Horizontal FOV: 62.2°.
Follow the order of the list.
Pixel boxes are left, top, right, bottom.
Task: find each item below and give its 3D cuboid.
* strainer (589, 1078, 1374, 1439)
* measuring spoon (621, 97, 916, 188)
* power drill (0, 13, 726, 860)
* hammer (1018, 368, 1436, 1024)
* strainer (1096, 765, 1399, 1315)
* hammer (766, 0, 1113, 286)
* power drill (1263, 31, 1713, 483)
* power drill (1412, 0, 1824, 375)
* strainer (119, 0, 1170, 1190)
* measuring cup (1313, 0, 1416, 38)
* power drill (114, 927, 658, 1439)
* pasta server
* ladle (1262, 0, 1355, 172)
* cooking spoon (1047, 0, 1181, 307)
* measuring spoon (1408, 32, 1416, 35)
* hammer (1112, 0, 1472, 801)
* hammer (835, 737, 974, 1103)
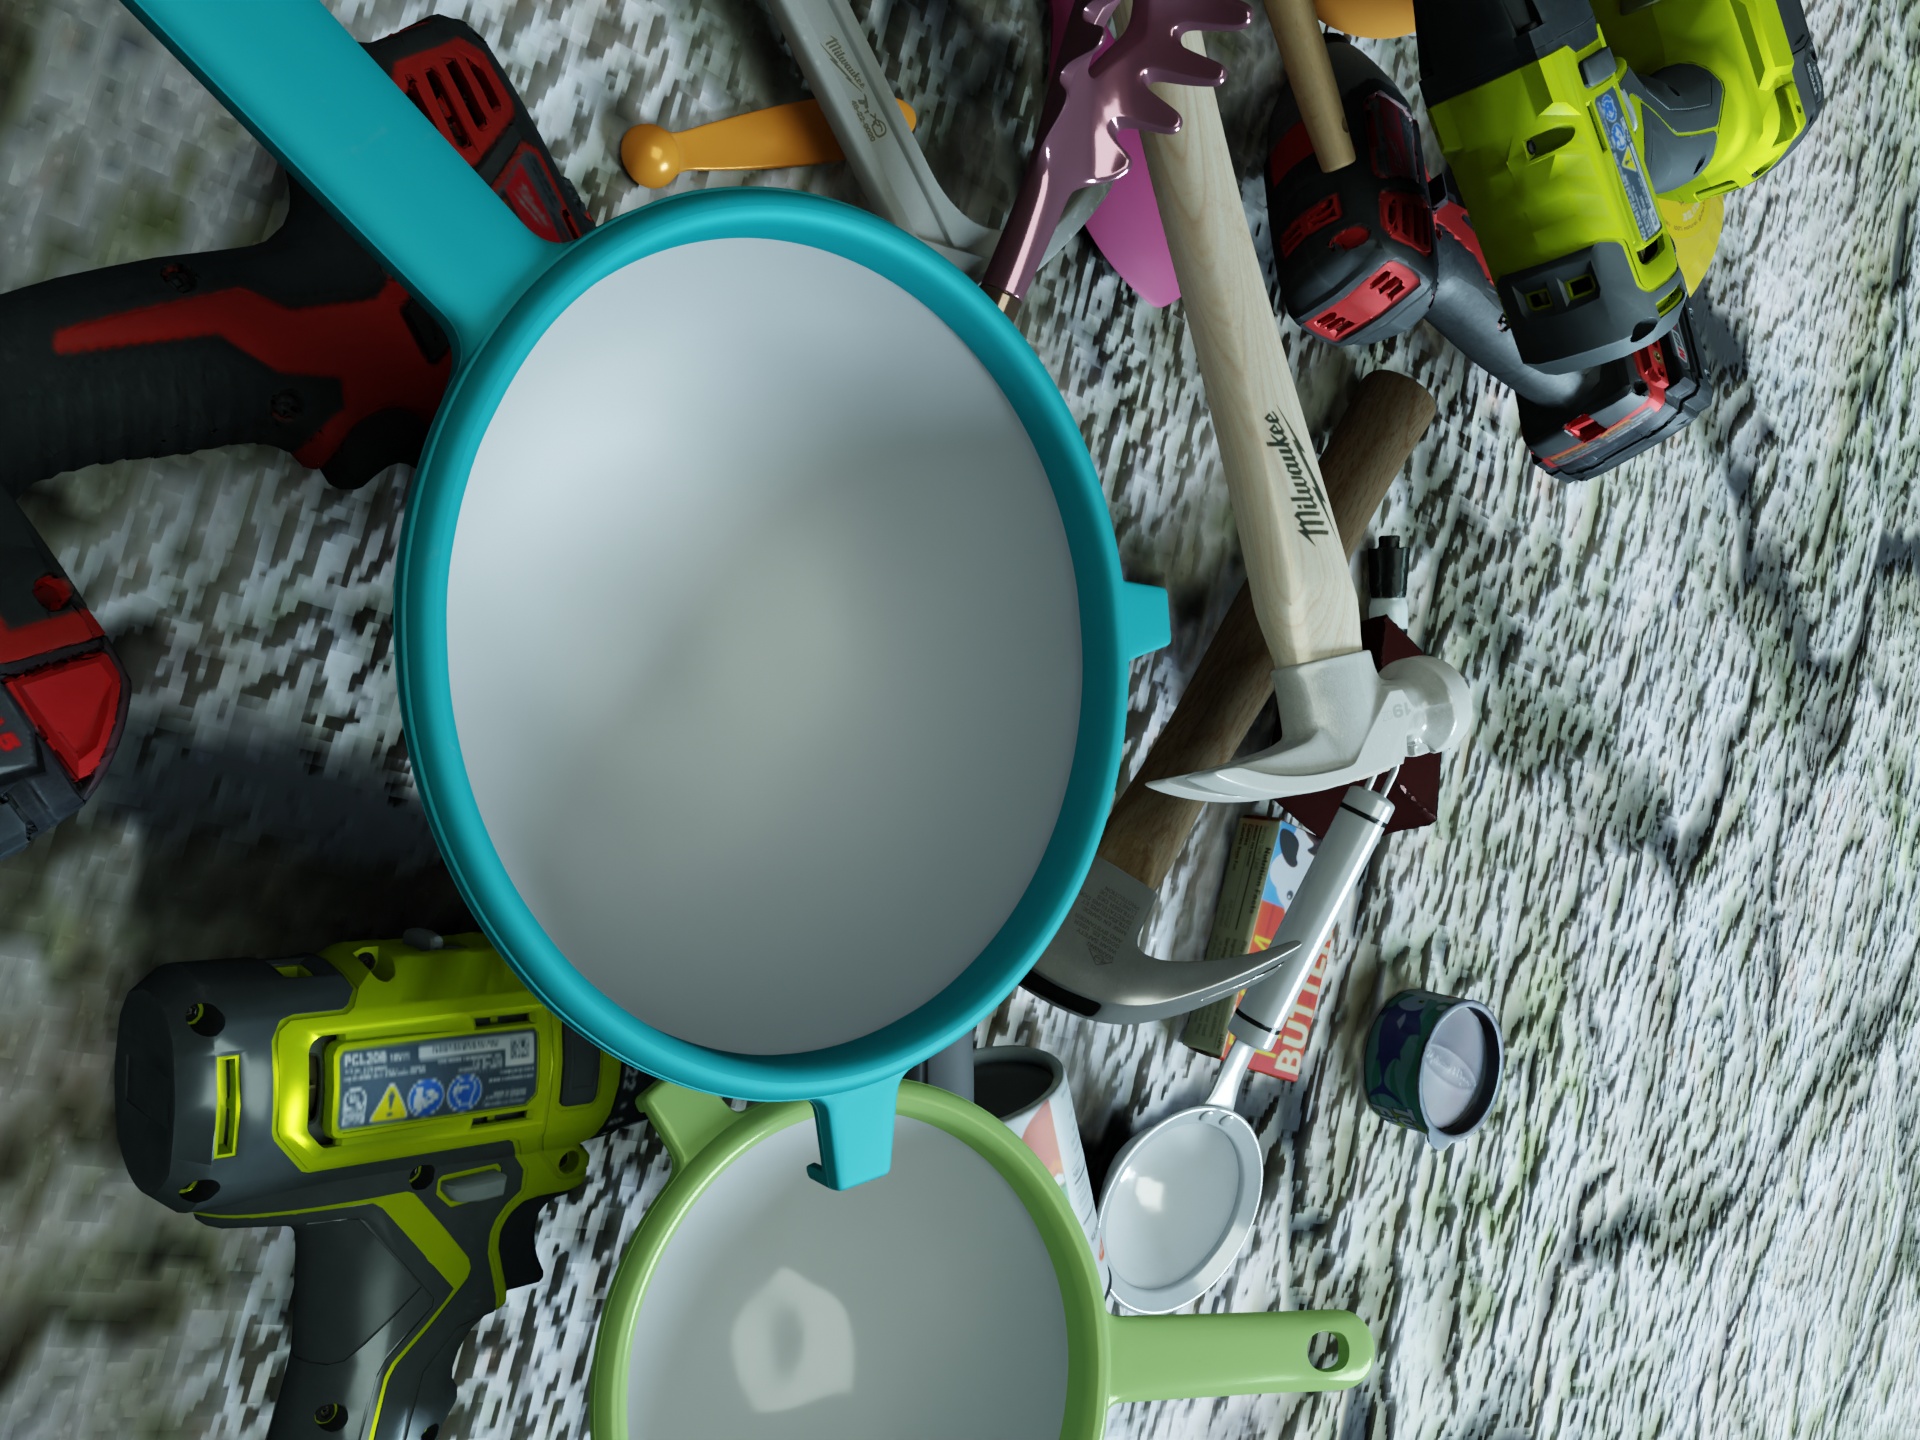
[{"bbox_3d":[0.007,0.185,0.464,0.256,0.069,0.152,11,70,-30],"label":"strainer"},{"bbox_3d":[-0.058,-0.192,0.520,0.117,0.011,0.021,-24,107,-35],"label":"measuring spoon"},{"bbox_3d":[-0.170,-0.054,0.406,0.227,0.080,0.187,-40,116,-32],"label":"power drill"},{"bbox_3d":[0.115,-0.024,0.627,0.130,0.031,0.331,32,61,5],"label":"hammer"},{"bbox_3d":[0.110,0.127,0.621,0.086,0.050,0.258,24,94,-36],"label":"strainer"},{"bbox_3d":[-0.073,-0.289,0.483,0.149,0.037,0.358,-44,116,-33],"label":"hammer"},{"bbox_3d":[0.219,-0.200,0.684,0.219,0.078,0.143,18,58,-32],"label":"power drill"},{"bbox_3d":[0.254,-0.254,0.619,0.223,0.080,0.171,-40,110,-39],"label":"power drill"},{"bbox_3d":[-0.095,-0.058,0.370,0.340,0.095,0.211,48,59,-31],"label":"strainer"},{"bbox_3d":[0.131,-0.316,0.641,0.173,0.052,0.095,-11,78,-11],"label":"measuring cup"},{"bbox_3d":[-0.130,0.171,0.447,0.190,0.080,0.228,2,89,-43],"label":"power drill"},{"bbox_3d":[0.008,-0.111,0.513,0.060,0.040,0.316,18,98,-56],"label":"pasta server"},{"bbox_3d":[0.092,-0.351,0.546,0.078,0.062,0.320,-41,114,-47],"label":"ladle"},{"bbox_3d":[0.023,-0.301,0.572,0.069,0.017,0.318,-41,116,-33],"label":"cooking spoon"},{"bbox_3d":[0.178,-0.358,0.695,0.034,0.018,0.124,-34,106,-30],"label":"measuring spoon"},{"bbox_3d":[0.081,-0.176,0.561,0.146,0.038,0.410,-12,88,-40],"label":"hammer"},{"bbox_3d":[-0.005,0.170,0.509,0.146,0.035,0.334,-2,100,-4],"label":"hammer"}]
